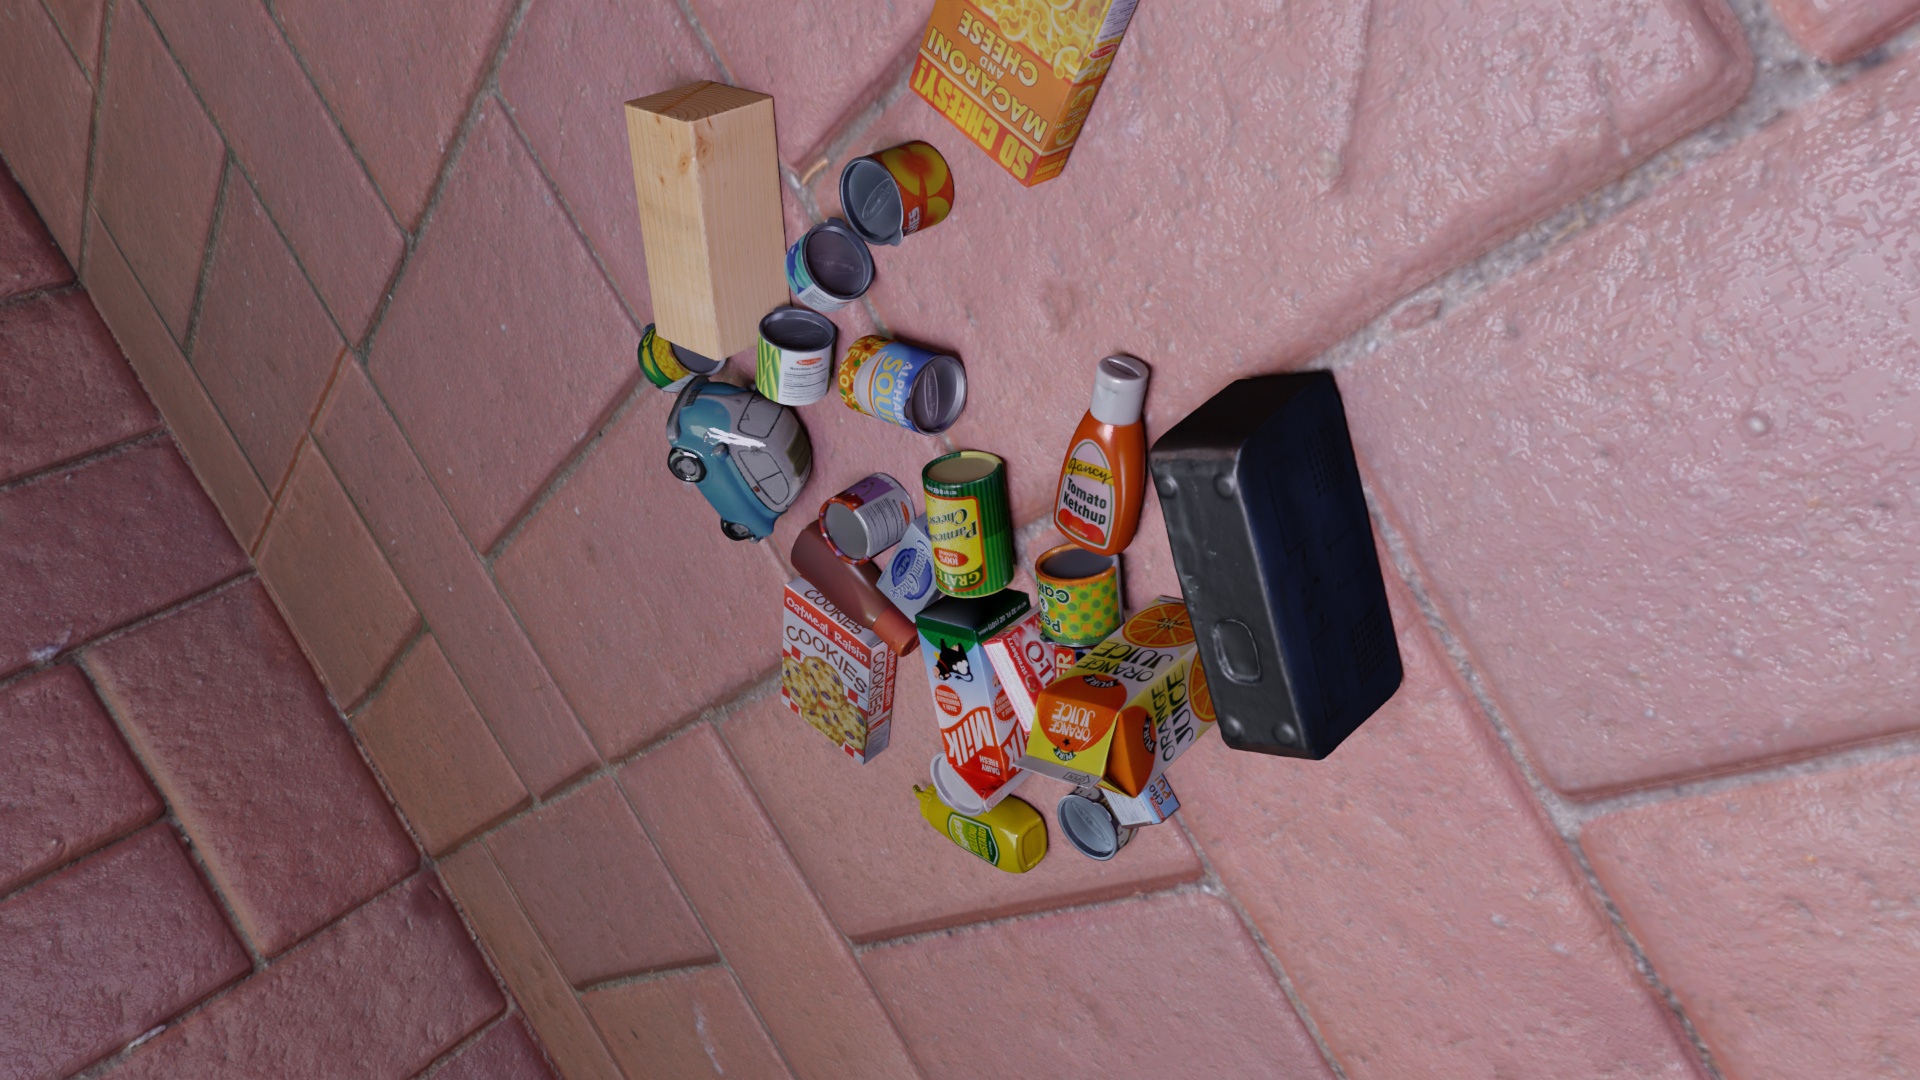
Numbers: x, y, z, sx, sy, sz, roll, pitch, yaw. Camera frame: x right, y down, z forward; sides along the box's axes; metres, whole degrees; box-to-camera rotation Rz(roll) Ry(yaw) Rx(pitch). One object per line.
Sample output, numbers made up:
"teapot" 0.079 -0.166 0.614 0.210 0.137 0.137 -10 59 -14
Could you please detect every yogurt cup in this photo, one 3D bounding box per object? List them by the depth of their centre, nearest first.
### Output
"yogurt cup" 0.014 0.212 1.282 0.072 0.054 0.072 26 131 34

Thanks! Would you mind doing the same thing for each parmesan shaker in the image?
"parmesan shaker" 0.004 -0.014 1.135 0.071 0.071 0.102 17 126 40

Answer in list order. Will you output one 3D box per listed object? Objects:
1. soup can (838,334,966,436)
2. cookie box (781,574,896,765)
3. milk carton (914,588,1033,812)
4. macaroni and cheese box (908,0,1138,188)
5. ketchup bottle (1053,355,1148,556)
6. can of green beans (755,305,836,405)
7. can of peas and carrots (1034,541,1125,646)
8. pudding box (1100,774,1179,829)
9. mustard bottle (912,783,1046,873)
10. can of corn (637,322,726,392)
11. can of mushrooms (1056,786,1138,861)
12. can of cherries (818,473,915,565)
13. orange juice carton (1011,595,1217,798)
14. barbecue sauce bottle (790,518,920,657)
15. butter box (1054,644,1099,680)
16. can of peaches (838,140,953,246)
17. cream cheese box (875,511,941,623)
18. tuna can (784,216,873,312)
"soup can" -0.049 -0.125 1.116 0.084 0.072 0.071 21 128 38
"cookie box" -0.122 0.126 1.385 0.123 0.040 0.166 33 136 28
"milk carton" 0.027 0.139 1.206 0.073 0.073 0.189 10 121 43
"macaroni and cheese box" 0.042 -0.336 0.906 0.124 0.040 0.165 45 139 17
"ketchup bottle" 0.107 -0.063 1.012 0.065 0.044 0.148 32 134 30
"can of green beans" -0.143 -0.158 1.199 0.071 0.071 0.057 36 137 26
"can of peas and carrots" 0.090 0.041 1.076 0.071 0.071 0.058 16 125 40
"pudding box" 0.140 0.196 1.156 0.049 0.030 0.083 -26 94 52
"mustard bottle" 0.009 0.265 1.326 0.160 0.049 0.065 14 122 41
"can of corn" -0.264 -0.181 1.314 0.058 0.071 0.071 -14 103 49
"can of mushrooms" 0.120 0.240 1.204 0.071 0.033 0.070 27 131 35
"can of cherries" -0.085 -0.018 1.234 0.071 0.059 0.071 25 131 33
"orange juice carton" 0.122 0.118 0.994 0.072 0.193 0.072 10 122 42
"barbecue sauce bottle" -0.095 0.047 1.301 0.149 0.044 0.064 43 139 18
"butter box" 0.101 0.135 1.112 0.024 0.053 0.103 1 91 50
"can of peaches" -0.046 -0.258 1.037 0.071 0.058 0.071 25 131 34
"cream cheese box" -0.035 0.025 1.235 0.053 0.024 0.103 44 140 11
"tuna can" -0.107 -0.222 1.121 0.032 0.071 0.071 -21 98 52
